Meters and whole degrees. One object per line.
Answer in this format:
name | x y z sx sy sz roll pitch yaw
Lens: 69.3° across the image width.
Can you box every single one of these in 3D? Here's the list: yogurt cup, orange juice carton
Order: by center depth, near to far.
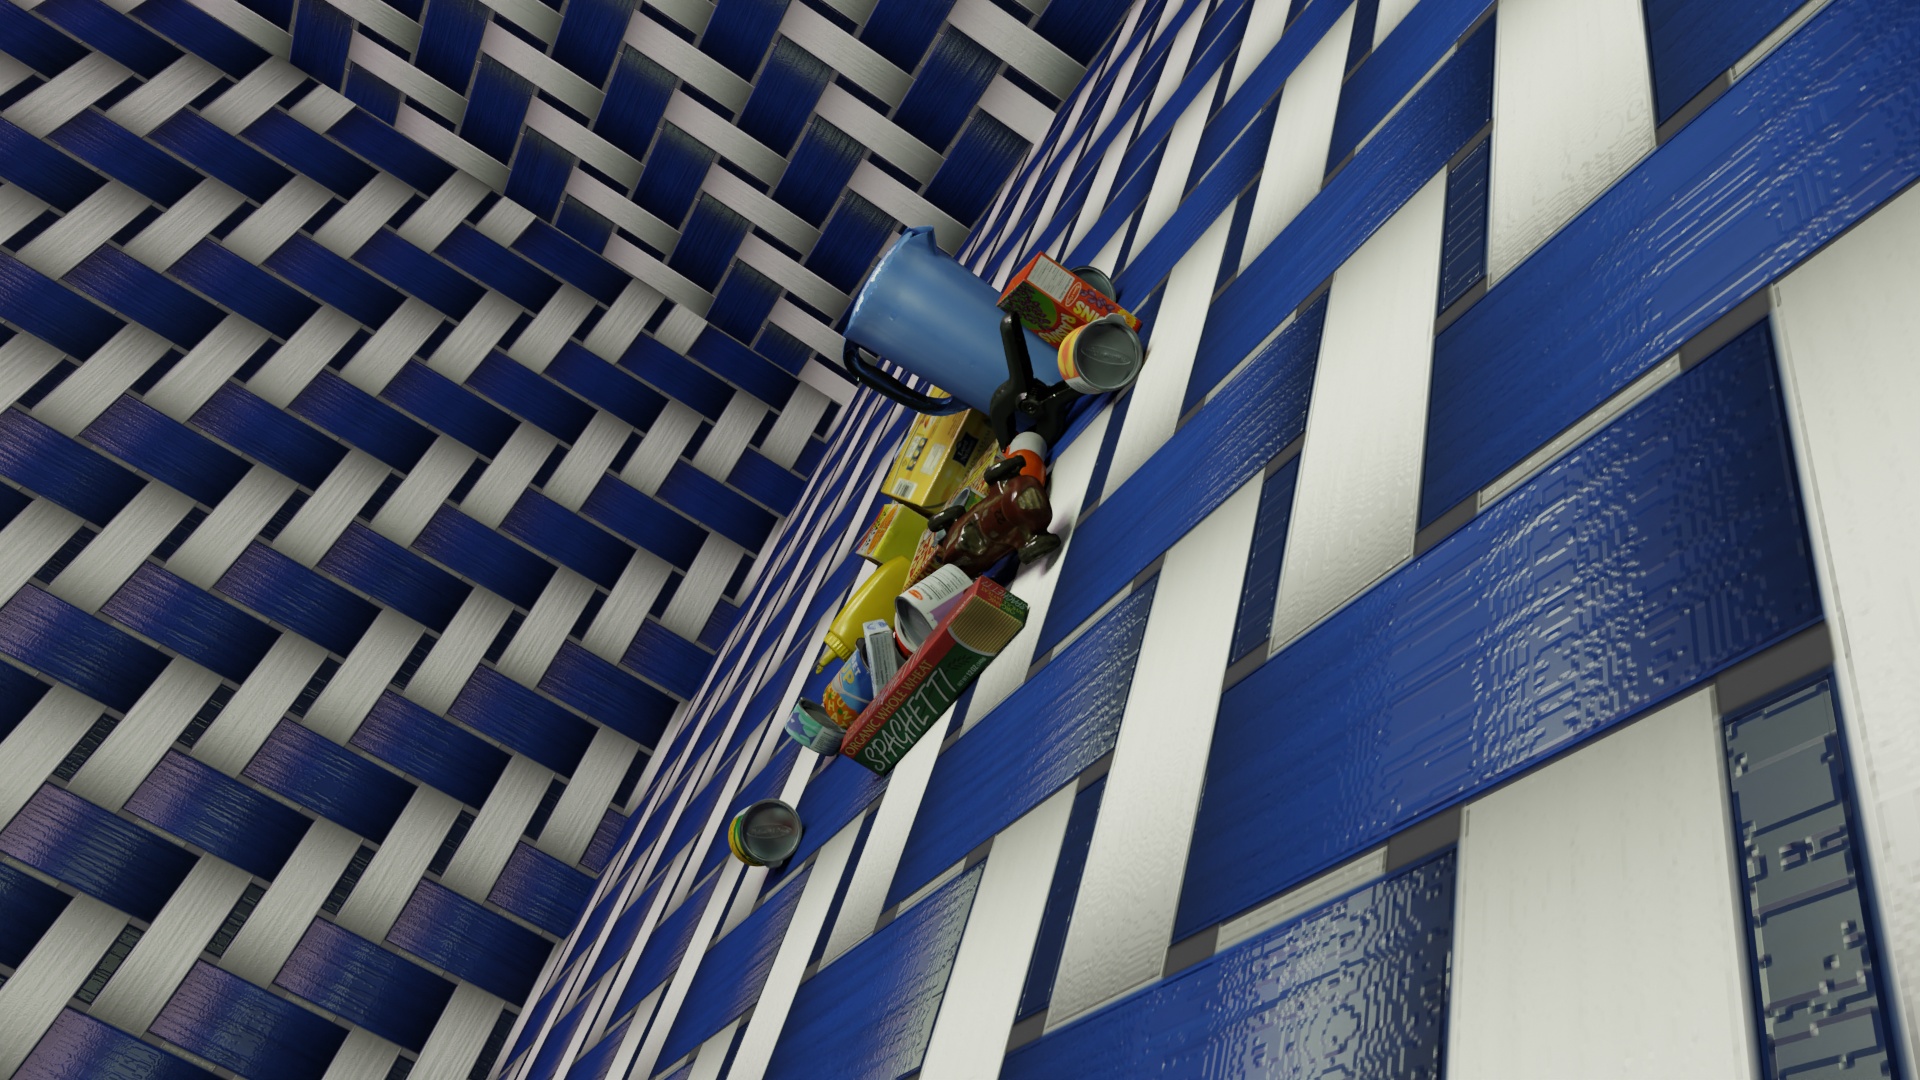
yogurt cup | -0.031 0.085 1.297 0.073 0.072 0.053 -64 0 -26
orange juice carton | -0.072 0.004 1.677 0.072 0.073 0.192 -60 10 -5

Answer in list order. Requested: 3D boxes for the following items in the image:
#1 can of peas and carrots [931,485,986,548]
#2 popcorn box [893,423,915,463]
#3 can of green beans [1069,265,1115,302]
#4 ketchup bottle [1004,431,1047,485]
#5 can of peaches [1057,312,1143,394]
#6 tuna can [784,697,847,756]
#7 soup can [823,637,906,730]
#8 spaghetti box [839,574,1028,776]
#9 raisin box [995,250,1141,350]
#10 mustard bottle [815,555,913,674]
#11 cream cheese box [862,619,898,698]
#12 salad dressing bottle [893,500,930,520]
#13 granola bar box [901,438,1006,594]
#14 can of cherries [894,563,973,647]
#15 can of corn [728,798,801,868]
can of peas and carrots | 0.014 -0.009 1.369 0.070 0.059 0.071 -56 11 17
popcorn box | -0.016 -0.131 1.765 0.126 0.085 0.038 -55 12 16
can of green beans | 0.130 -0.262 1.527 0.071 0.071 0.057 -61 11 -12
ketchup bottle | 0.057 -0.055 1.339 0.064 0.043 0.149 -57 9 33
can of peaches | 0.129 -0.171 1.279 0.071 0.071 0.058 -59 10 -4
tuna can | -0.159 0.204 1.525 0.033 0.071 0.071 -58 11 6
soup can | -0.093 0.143 1.396 0.083 0.071 0.072 -51 13 35
spaghetti box | -0.028 0.124 1.214 0.248 0.050 0.029 -51 12 37
raisin box | 0.106 -0.224 1.373 0.040 0.123 0.086 -60 11 -17
mustard bottle | -0.104 0.088 1.535 0.160 0.065 0.049 -44 6 -11
cream cheese box | -0.071 0.130 1.311 0.053 0.024 0.103 -146 48 -78
salad dressing bottle | -0.062 -0.039 1.797 0.044 0.064 0.147 -43 -4 -21
granola bar box | 0.005 -0.019 1.485 0.164 0.039 0.125 -51 12 33
can of cherries | -0.016 0.065 1.243 0.058 0.071 0.071 -33 1 -21
can of corn | -0.206 0.311 1.461 0.071 0.071 0.058 -64 11 -25
